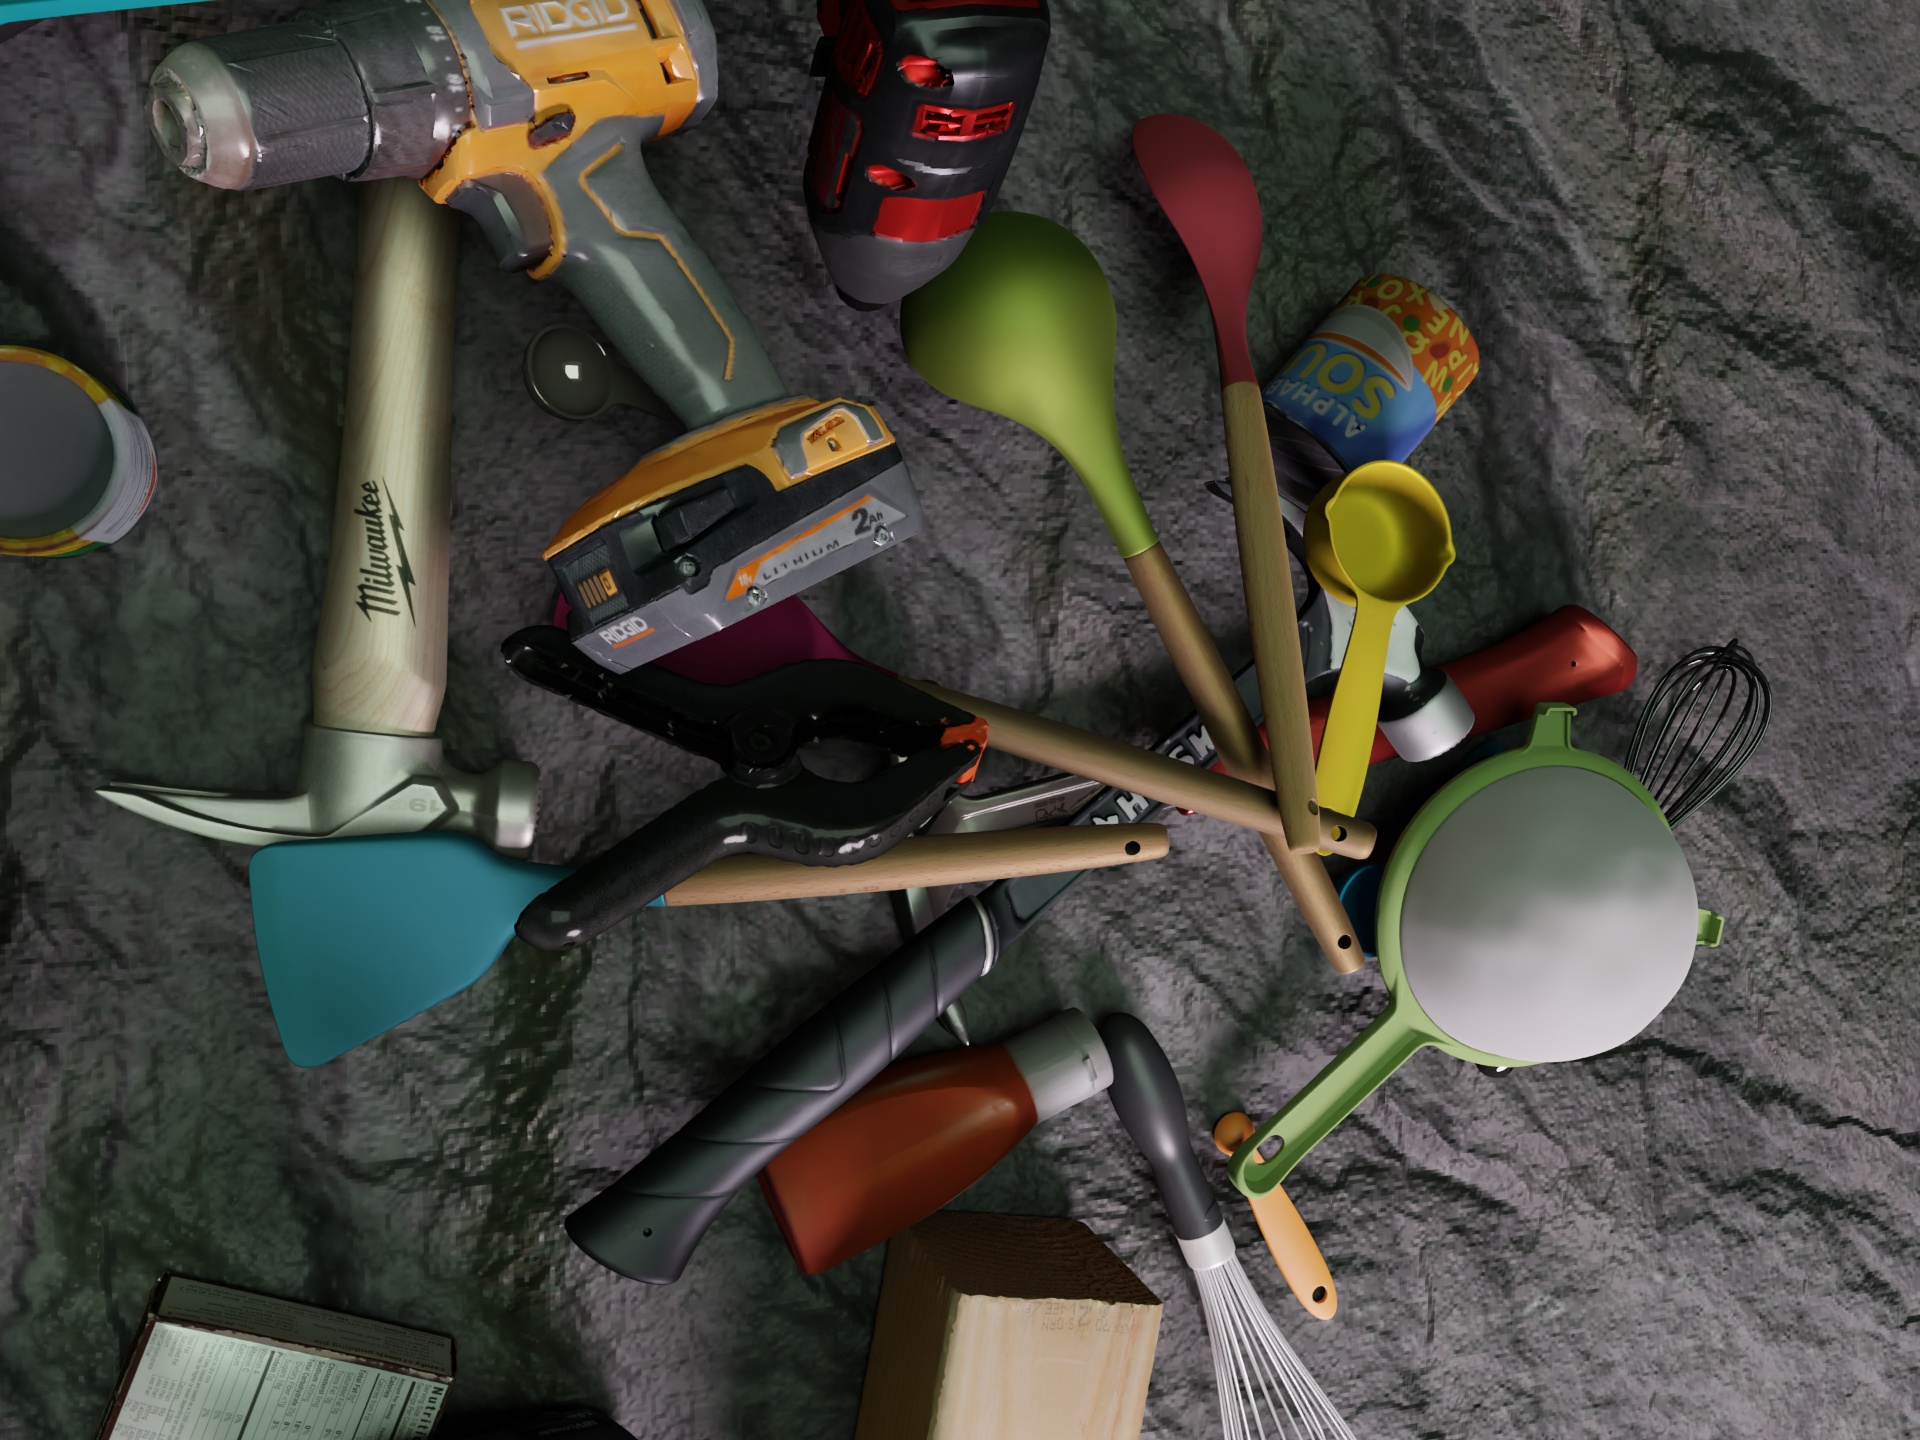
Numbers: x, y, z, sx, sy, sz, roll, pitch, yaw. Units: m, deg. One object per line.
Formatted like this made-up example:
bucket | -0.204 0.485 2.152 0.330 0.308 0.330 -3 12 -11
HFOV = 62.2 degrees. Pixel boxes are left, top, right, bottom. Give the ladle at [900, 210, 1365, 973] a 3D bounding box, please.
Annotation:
ladle | 0.075 -0.042 0.600 0.078 0.062 0.320 -31 103 -10

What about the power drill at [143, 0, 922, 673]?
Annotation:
power drill | -0.127 -0.132 0.511 0.185 0.084 0.226 -32 100 -41

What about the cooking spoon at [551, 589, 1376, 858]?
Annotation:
cooking spoon | -0.001 -0.002 0.595 0.319 0.017 0.069 17 86 5

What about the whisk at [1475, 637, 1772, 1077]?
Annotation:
whisk | 0.310 0.066 0.753 0.055 0.055 0.239 32 89 -18

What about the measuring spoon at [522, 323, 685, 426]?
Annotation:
measuring spoon | -0.109 -0.117 0.592 0.124 0.018 0.034 7 79 -44

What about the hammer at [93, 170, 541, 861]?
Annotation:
hammer | -0.205 -0.157 0.562 0.146 0.038 0.410 6 92 -18

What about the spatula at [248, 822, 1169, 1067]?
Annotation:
spatula | -0.080 0.062 0.567 0.317 0.044 0.082 -5 105 -4

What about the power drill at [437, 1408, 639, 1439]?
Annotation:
power drill | -0.091 0.325 0.537 0.190 0.229 0.080 14 90 -54

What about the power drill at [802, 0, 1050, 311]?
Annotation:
power drill | -0.039 -0.253 0.531 0.078 0.143 0.220 -10 71 -19

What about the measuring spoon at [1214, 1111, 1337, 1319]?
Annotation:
measuring spoon | 0.147 0.228 0.726 0.021 0.011 0.117 -31 104 -14

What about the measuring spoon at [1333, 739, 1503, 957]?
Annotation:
measuring spoon | 0.208 0.055 0.733 0.128 0.021 0.042 -47 111 -19

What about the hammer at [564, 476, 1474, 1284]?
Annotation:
hammer | 0.019 0.067 0.619 0.409 0.036 0.149 -39 102 -12

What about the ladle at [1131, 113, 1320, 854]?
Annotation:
ladle | 0.109 -0.103 0.610 0.069 0.031 0.316 10 67 -39

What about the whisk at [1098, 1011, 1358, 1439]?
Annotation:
whisk | 0.120 0.257 0.699 0.070 0.070 0.284 -24 96 -15

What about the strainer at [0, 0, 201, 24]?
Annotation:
strainer | -0.332 -0.228 0.440 0.340 0.095 0.211 -13 73 -15

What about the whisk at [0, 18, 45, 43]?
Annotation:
whisk | -0.369 -0.184 0.495 0.296 0.073 0.073 -44 106 -16

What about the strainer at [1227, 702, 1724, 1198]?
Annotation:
strainer | 0.223 0.125 0.685 0.256 0.069 0.151 -42 107 -3

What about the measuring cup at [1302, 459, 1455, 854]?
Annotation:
measuring cup | 0.150 -0.024 0.620 0.062 0.029 0.156 16 82 -20

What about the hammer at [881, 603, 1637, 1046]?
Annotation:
hammer | 0.140 0.022 0.693 0.359 0.037 0.149 -14 99 -17
